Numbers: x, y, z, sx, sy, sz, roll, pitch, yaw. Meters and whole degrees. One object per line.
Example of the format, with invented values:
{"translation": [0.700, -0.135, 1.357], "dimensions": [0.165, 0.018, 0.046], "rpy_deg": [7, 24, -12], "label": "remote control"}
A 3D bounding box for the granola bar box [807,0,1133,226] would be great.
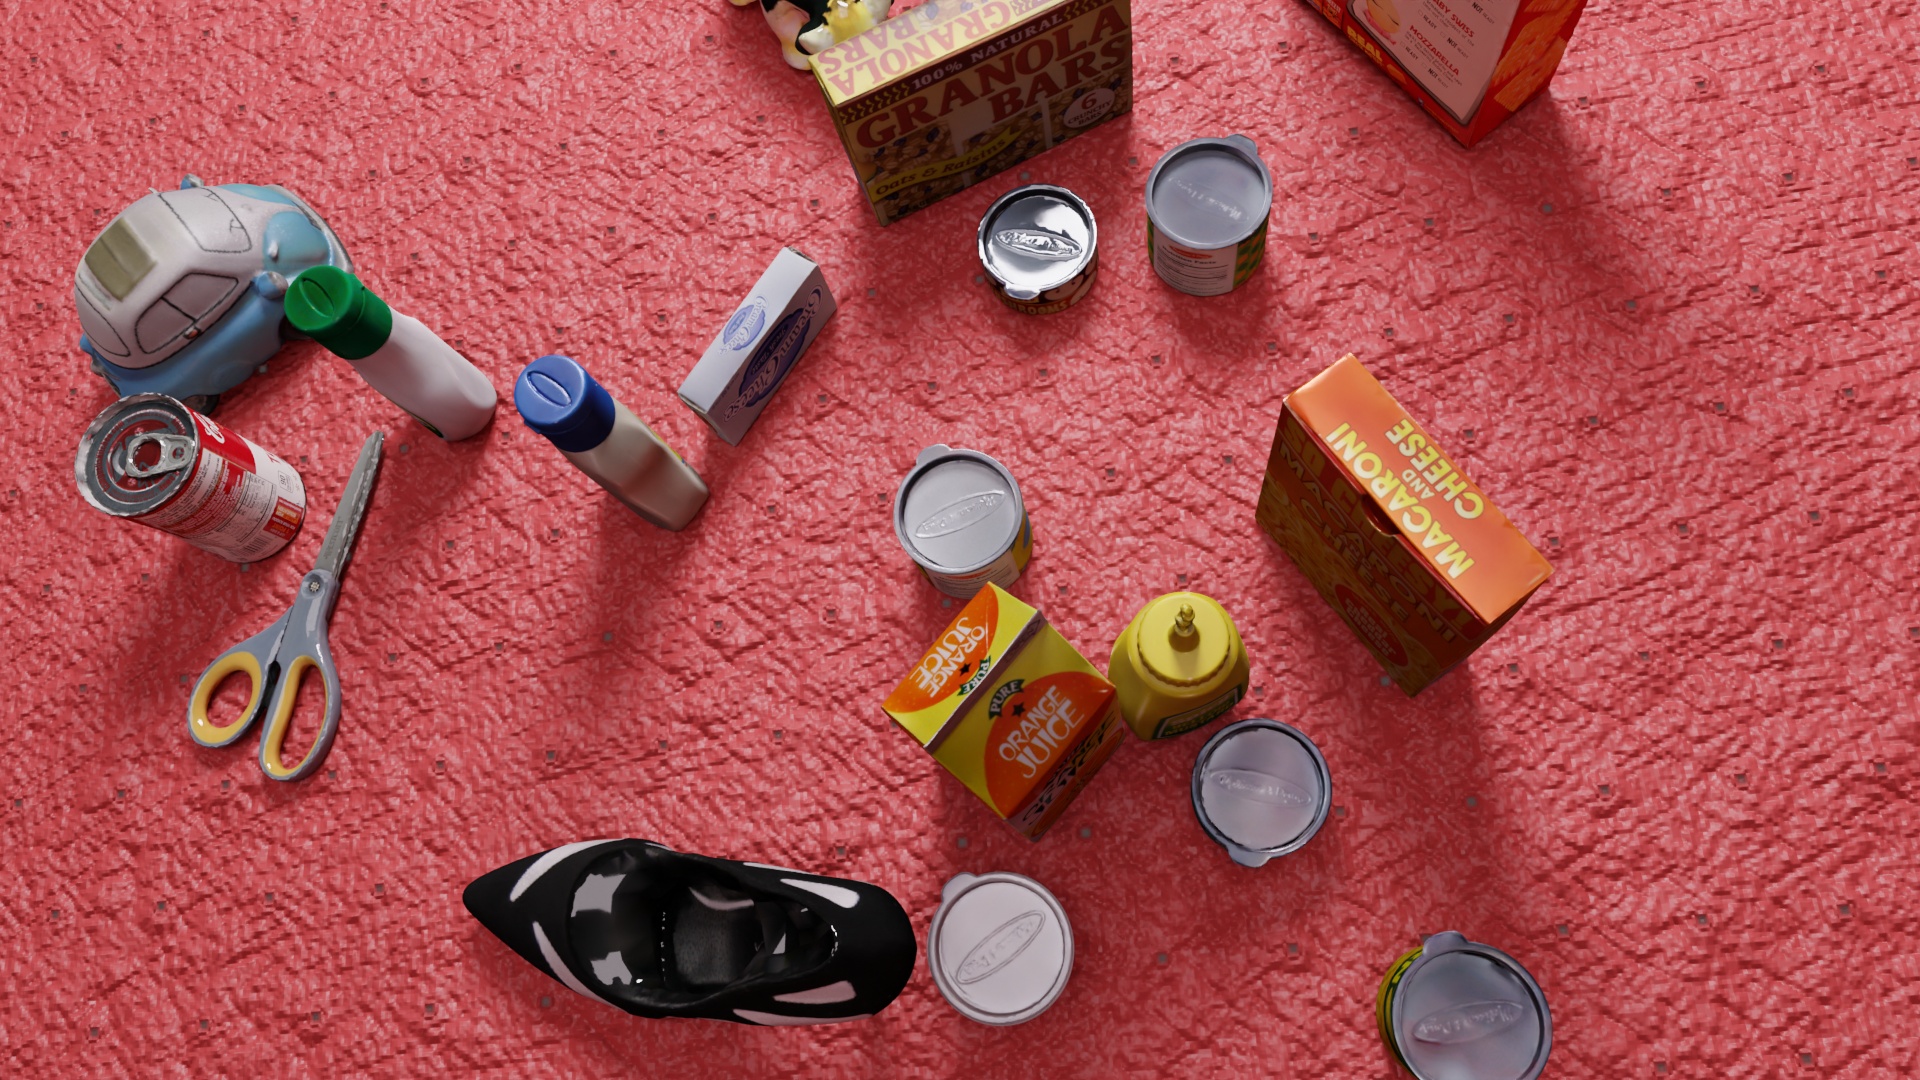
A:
{"translation": [0.012, -0.248, 0.756], "dimensions": [0.165, 0.124, 0.039], "rpy_deg": [-25, 72, 0], "label": "granola bar box"}

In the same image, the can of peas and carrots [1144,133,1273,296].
{"translation": [0.135, -0.176, 0.752], "dimensions": [0.071, 0.058, 0.071], "rpy_deg": [-2, 73, 8], "label": "can of peas and carrots"}

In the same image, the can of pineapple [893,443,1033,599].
{"translation": [0.003, -0.009, 0.721], "dimensions": [0.071, 0.057, 0.071], "rpy_deg": [-2, 73, 8], "label": "can of pineapple"}

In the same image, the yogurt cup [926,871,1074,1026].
{"translation": [0.021, 0.193, 0.659], "dimensions": [0.072, 0.054, 0.072], "rpy_deg": [-2, 73, 8], "label": "yogurt cup"}

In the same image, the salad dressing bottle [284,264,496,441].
{"translation": [-0.302, -0.099, 0.744], "dimensions": [0.044, 0.147, 0.064], "rpy_deg": [-42, 73, -5], "label": "salad dressing bottle"}

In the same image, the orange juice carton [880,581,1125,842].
{"translation": [0.022, 0.079, 0.621], "dimensions": [0.073, 0.192, 0.072], "rpy_deg": [40, 83, 17], "label": "orange juice carton"}

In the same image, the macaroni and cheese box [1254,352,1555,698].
{"translation": [0.192, 0.001, 0.633], "dimensions": [0.040, 0.166, 0.124], "rpy_deg": [-37, 72, -3], "label": "macaroni and cheese box"}

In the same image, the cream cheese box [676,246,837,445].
{"translation": [-0.111, -0.107, 0.769], "dimensions": [0.024, 0.053, 0.104], "rpy_deg": [32, 80, 16], "label": "cream cheese box"}

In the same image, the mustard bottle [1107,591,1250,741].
{"translation": [0.100, 0.055, 0.634], "dimensions": [0.065, 0.160, 0.049], "rpy_deg": [-25, 72, 0], "label": "mustard bottle"}

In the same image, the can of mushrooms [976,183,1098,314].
{"translation": [0.043, -0.160, 0.773], "dimensions": [0.071, 0.033, 0.071], "rpy_deg": [-2, 73, 8], "label": "can of mushrooms"}

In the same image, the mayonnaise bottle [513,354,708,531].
{"translation": [-0.179, -0.050, 0.711], "dimensions": [0.065, 0.147, 0.041], "rpy_deg": [36, 82, 16], "label": "mayonnaise bottle"}

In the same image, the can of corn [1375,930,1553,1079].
{"translation": [0.222, 0.212, 0.622], "dimensions": [0.071, 0.058, 0.071], "rpy_deg": [-2, 73, 8], "label": "can of corn"}

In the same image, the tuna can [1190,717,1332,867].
{"translation": [0.144, 0.124, 0.674], "dimensions": [0.071, 0.032, 0.071], "rpy_deg": [-2, 73, 8], "label": "tuna can"}
